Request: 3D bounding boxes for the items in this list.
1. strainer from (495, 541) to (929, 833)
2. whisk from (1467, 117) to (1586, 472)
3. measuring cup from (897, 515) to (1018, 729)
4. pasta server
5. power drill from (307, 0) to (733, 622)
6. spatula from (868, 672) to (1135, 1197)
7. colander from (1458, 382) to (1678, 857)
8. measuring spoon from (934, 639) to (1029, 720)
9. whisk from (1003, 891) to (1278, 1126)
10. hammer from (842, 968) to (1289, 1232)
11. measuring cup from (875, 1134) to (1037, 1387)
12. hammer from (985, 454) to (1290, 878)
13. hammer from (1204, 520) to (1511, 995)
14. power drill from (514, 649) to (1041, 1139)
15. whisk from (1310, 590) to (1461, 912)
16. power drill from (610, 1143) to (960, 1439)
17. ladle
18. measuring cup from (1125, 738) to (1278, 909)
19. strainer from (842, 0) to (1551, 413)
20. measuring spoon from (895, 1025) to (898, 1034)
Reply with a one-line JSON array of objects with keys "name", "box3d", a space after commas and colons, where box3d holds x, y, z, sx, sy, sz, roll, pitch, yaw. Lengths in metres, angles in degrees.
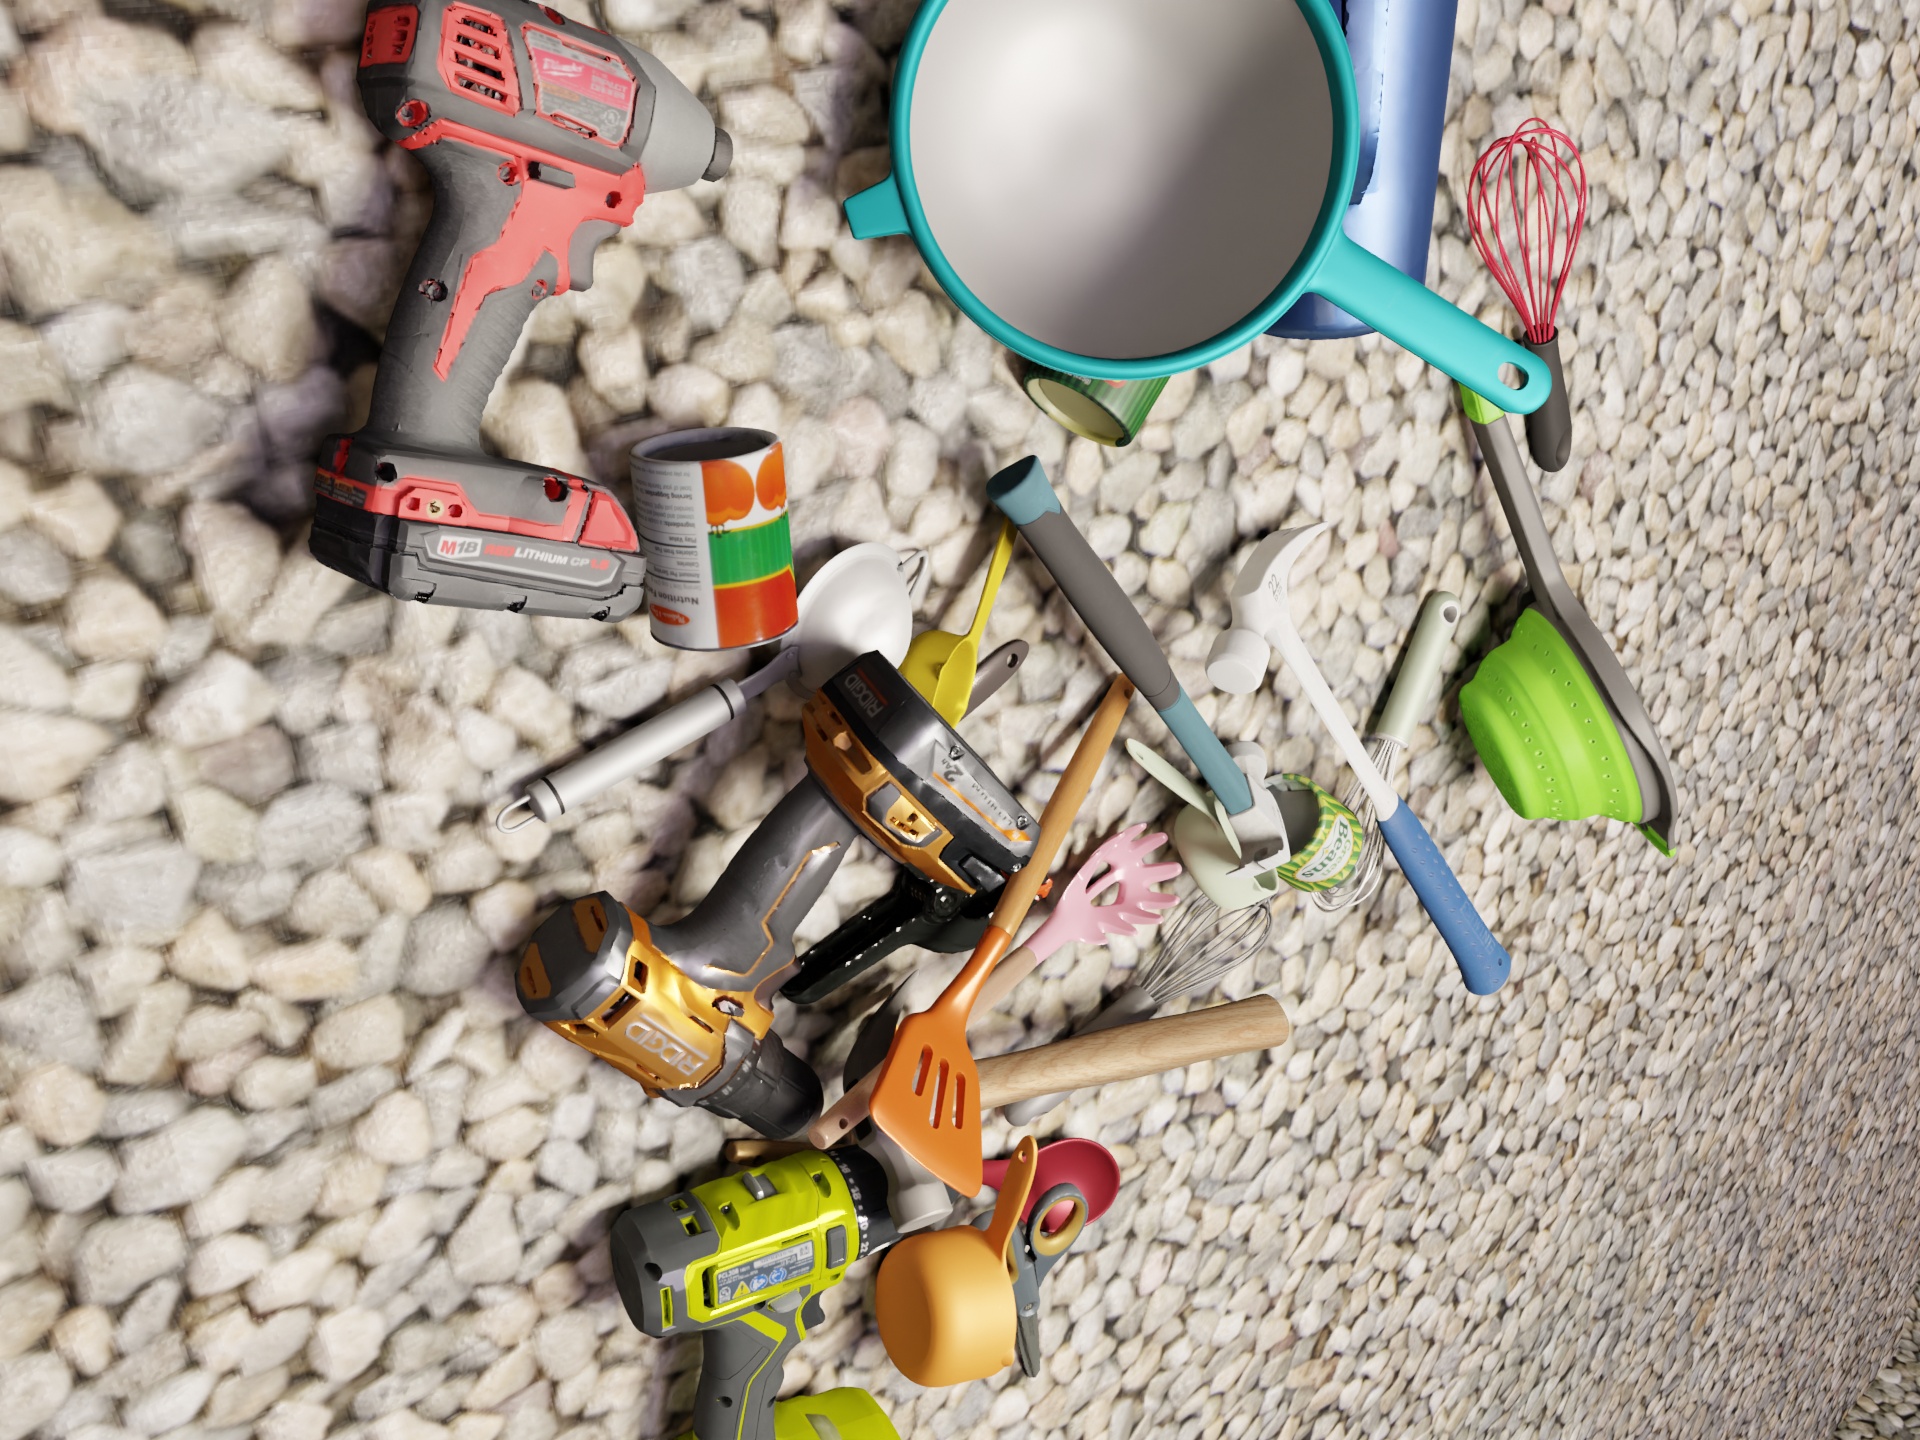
[{"name": "strainer", "box3d": [-0.101, -0.012, 0.748, 0.258, 0.050, 0.086, -31, 140, -26]}, {"name": "whisk", "box3d": [0.392, -0.277, 1.081, 0.073, 0.073, 0.295, -49, 139, -17]}, {"name": "measuring cup", "box3d": [0.001, -0.064, 0.830, 0.062, 0.029, 0.156, 58, 49, -68]}, {"name": "pasta server", "box3d": [0.027, 0.143, 0.882, 0.316, 0.040, 0.060, -32, 100, -47]}, {"name": "power drill", "box3d": [-0.164, -0.154, 0.608, 0.143, 0.079, 0.219, 3, 102, -44]}, {"name": "spatula", "box3d": [0.037, 0.094, 0.854, 0.081, 0.041, 0.323, 45, 56, -24]}, {"name": "colander", "box3d": [0.396, -0.059, 1.143, 0.094, 0.205, 0.396, -26, 112, 8]}, {"name": "measuring spoon", "box3d": [-0.001, -0.003, 0.856, 0.124, 0.018, 0.034, -43, 130, -23]}, {"name": "whisk", "box3d": [0.119, 0.180, 1.022, 0.239, 0.055, 0.055, -37, 128, -21]}, {"name": "hammer", "box3d": [0.074, 0.196, 0.929, 0.331, 0.130, 0.031, -2, 149, -39]}, {"name": "measuring cup", "box3d": [-0.001, 0.310, 0.921, 0.052, 0.095, 0.173, 0, 120, -33]}, {"name": "hammer", "box3d": [0.107, -0.025, 0.889, 0.033, 0.128, 0.330, -26, 130, 18]}, {"name": "hammer", "box3d": [0.279, 0.044, 1.048, 0.405, 0.035, 0.144, 51, 49, -33]}, {"name": "power drill", "box3d": [-0.070, 0.098, 0.762, 0.226, 0.084, 0.185, -42, 129, 1]}, {"name": "whisk", "box3d": [0.302, 0.021, 1.127, 0.057, 0.059, 0.246, 25, 84, -22]}, {"name": "power drill", "box3d": [-0.085, 0.336, 0.863, 0.190, 0.080, 0.228, -11, 114, -29]}, {"name": "ladle", "box3d": [-0.015, 0.269, 0.950, 0.315, 0.031, 0.069, 21, 97, -43]}, {"name": "measuring cup", "box3d": [0.138, 0.061, 0.980, 0.038, 0.083, 0.167, -34, 131, 23]}, {"name": "strainer", "box3d": [0.124, -0.237, 0.752, 0.340, 0.095, 0.211, 27, 96, -13]}, {"name": "measuring spoon", "box3d": [-0.043, 0.223, 0.899, 0.021, 0.011, 0.117, -10, 101, -38]}]
